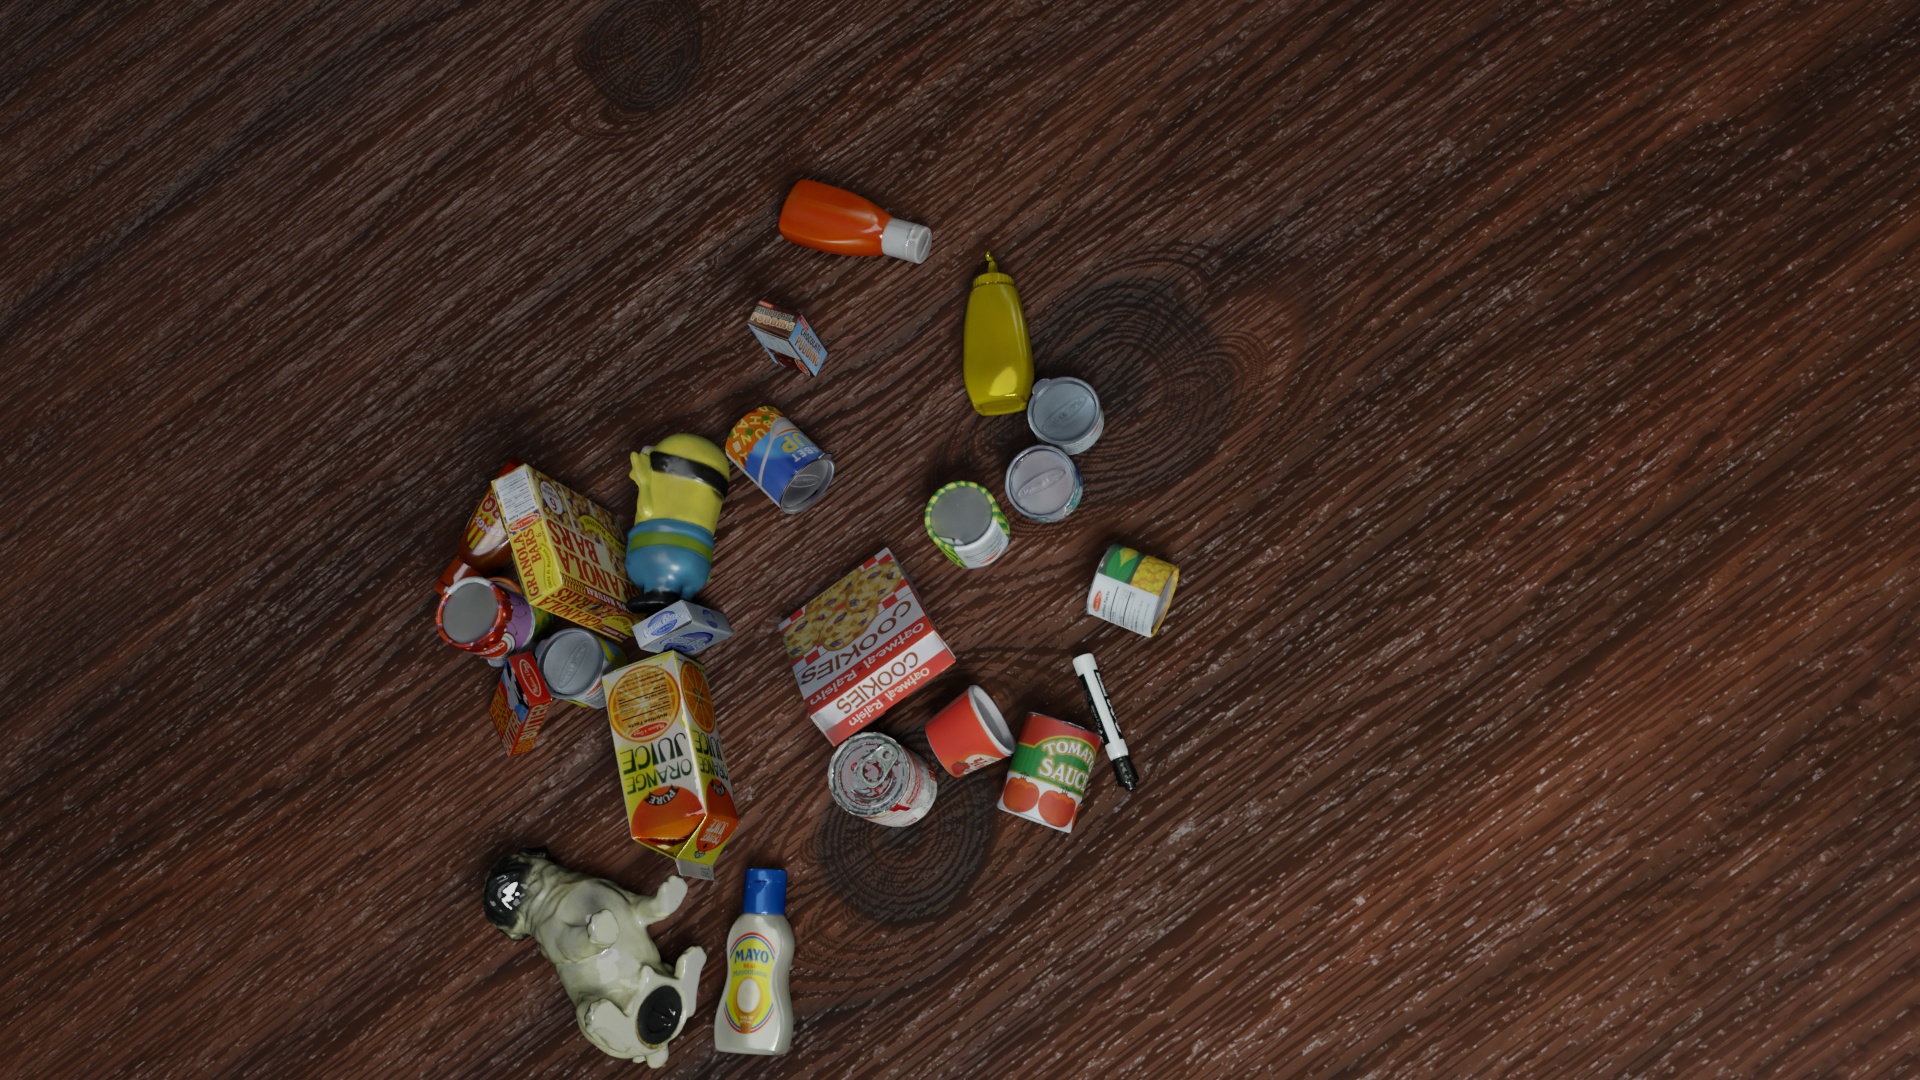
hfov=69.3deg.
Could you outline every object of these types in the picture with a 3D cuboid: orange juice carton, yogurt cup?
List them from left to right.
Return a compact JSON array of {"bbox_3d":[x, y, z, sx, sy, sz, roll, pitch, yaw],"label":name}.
[{"bbox_3d":[-0.251,0.203,1.221,0.073,0.071,0.193,-20,69,7],"label":"orange juice carton"},{"bbox_3d":[0.006,0.164,1.178,0.054,0.072,0.072,-32,68,10],"label":"yogurt cup"}]

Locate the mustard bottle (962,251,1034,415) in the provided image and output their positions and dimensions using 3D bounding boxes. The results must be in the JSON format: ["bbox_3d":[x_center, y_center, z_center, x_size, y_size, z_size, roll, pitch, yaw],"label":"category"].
[{"bbox_3d":[0.034,-0.197,1.294,0.065,0.048,0.160,-6,71,12],"label":"mustard bottle"}]

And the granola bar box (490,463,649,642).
[{"bbox_3d":[-0.348,0.015,1.254,0.039,0.165,0.124,-26,69,7],"label":"granola bar box"}]

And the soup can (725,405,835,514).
[{"bbox_3d":[-0.166,-0.078,1.292,0.071,0.071,0.084,-46,69,-3],"label":"soup can"}]

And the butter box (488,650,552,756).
[{"bbox_3d":[-0.401,0.150,1.264,0.024,0.103,0.053,-14,63,-37],"label":"butter box"}]

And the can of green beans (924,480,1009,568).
[{"bbox_3d":[0.006,-0.014,1.237,0.071,0.057,0.071,-4,72,12],"label":"can of green beans"}]

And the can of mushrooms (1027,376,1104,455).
[{"bbox_3d":[0.095,-0.114,1.262,0.071,0.033,0.071,-4,73,12],"label":"can of mushrooms"}]

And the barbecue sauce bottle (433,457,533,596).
[{"bbox_3d":[-0.452,-0.005,1.349,0.065,0.043,0.148,31,82,18],"label":"barbecue sauce bottle"}]

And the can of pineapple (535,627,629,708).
[{"bbox_3d":[-0.347,0.117,1.278,0.071,0.057,0.071,-4,72,12],"label":"can of pineapple"}]

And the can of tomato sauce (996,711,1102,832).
[{"bbox_3d":[0.074,0.192,1.150,0.071,0.071,0.083,16,78,17],"label":"can of tomato sauce"}]

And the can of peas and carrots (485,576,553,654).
[{"bbox_3d":[-0.429,0.070,1.312,0.071,0.058,0.071,-4,72,12],"label":"can of peas and carrots"}]

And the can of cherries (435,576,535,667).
[{"bbox_3d":[-0.426,0.073,1.246,0.071,0.058,0.071,-4,72,12],"label":"can of cherries"}]

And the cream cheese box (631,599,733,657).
[{"bbox_3d":[-0.247,0.081,1.242,0.053,0.103,0.024,-28,76,5],"label":"cream cheese box"}]

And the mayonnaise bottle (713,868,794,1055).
[{"bbox_3d":[-0.170,0.353,1.170,0.065,0.041,0.148,-2,73,14],"label":"mayonnaise bottle"}]

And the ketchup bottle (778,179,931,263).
[{"bbox_3d":[-0.102,-0.308,1.364,0.149,0.043,0.065,19,79,18],"label":"ketchup bottle"}]

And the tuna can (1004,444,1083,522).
[{"bbox_3d":[0.076,-0.048,1.240,0.071,0.033,0.071,-2,81,16],"label":"tuna can"}]

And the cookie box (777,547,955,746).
[{"bbox_3d":[-0.083,0.088,1.186,0.123,0.040,0.168,-35,29,0],"label":"cookie box"}]

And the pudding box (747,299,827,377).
[{"bbox_3d":[-0.164,-0.191,1.320,0.050,0.083,0.030,22,77,19],"label":"pudding box"}]

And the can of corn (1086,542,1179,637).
[{"bbox_3d":[0.148,0.041,1.184,0.058,0.071,0.071,21,79,18],"label":"can of corn"}]
